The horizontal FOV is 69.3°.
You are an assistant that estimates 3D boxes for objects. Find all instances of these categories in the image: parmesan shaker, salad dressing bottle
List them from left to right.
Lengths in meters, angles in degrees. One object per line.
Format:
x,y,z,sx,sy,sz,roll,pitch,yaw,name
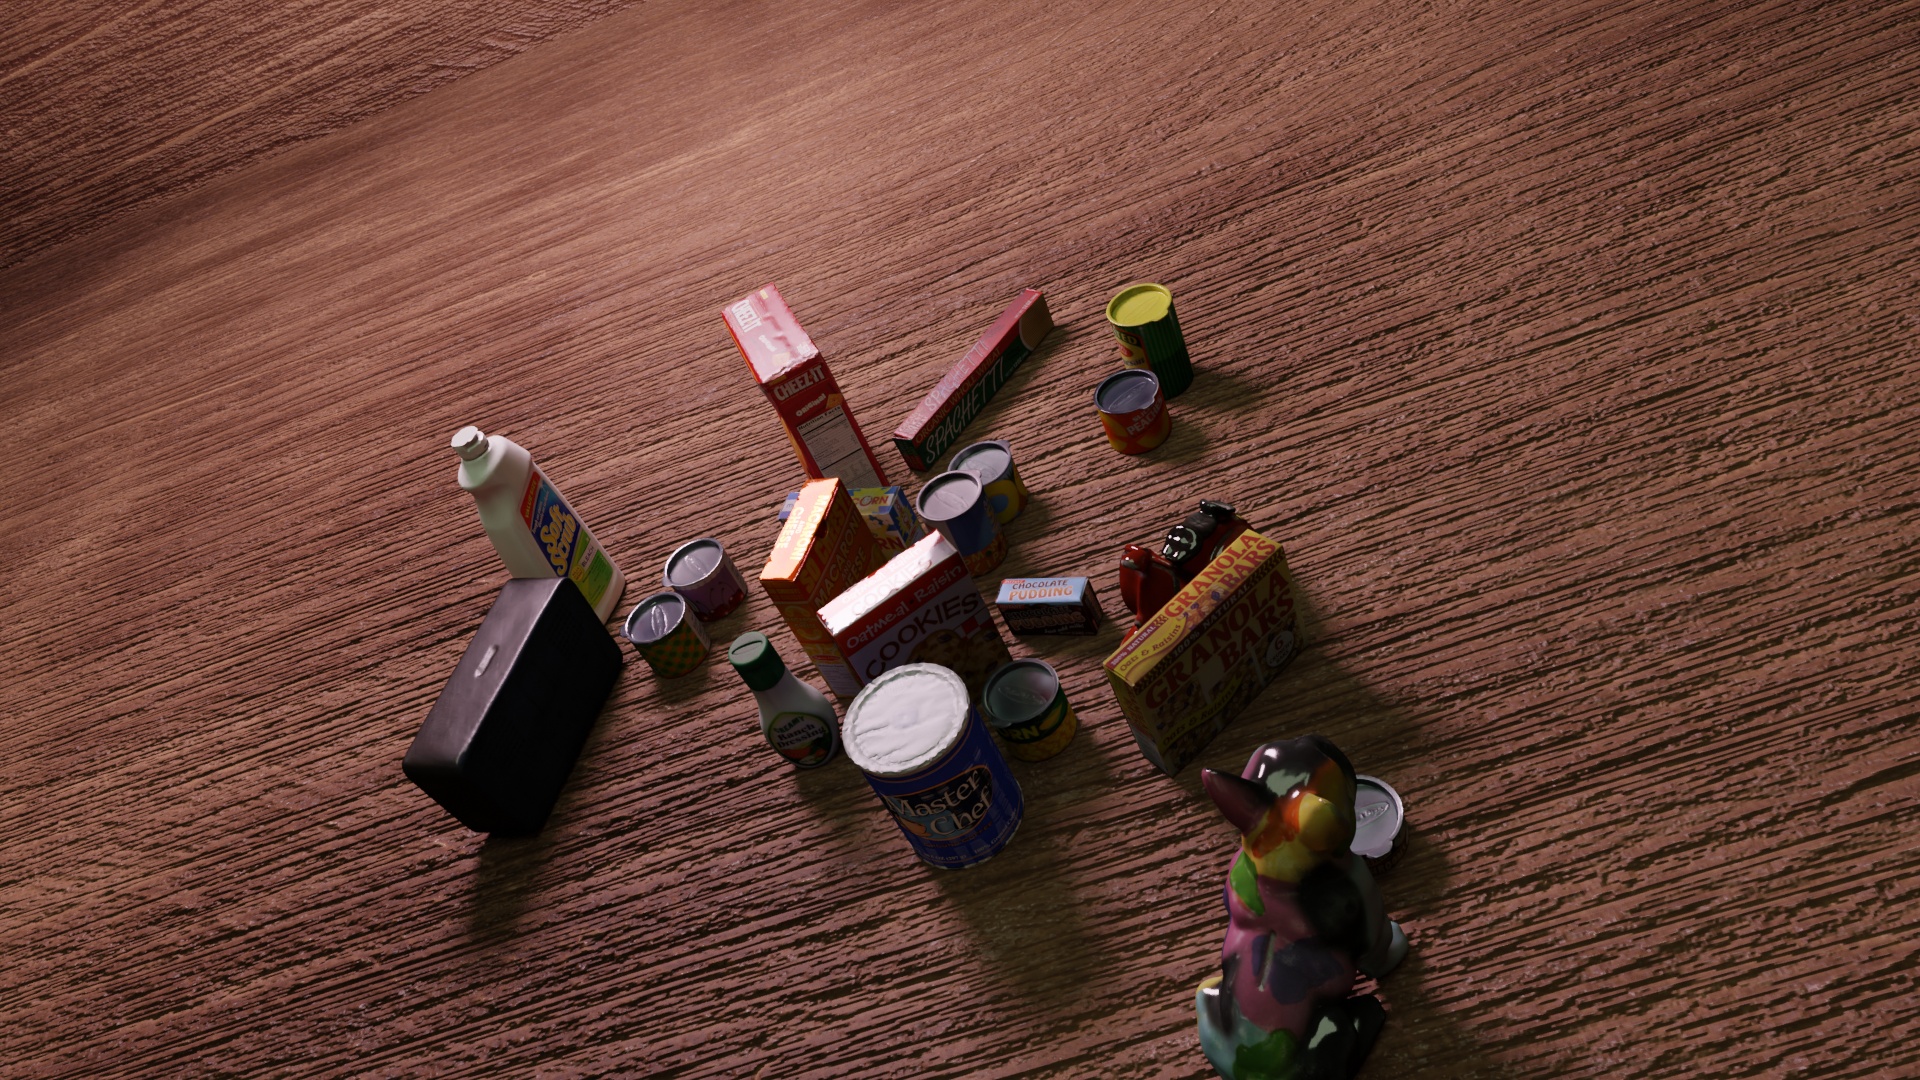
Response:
-0.153,0.138,1.197,0.064,0.147,0.044,-21,42,7,salad dressing bottle
0.194,-0.197,1.401,0.071,0.102,0.072,-14,43,14,parmesan shaker

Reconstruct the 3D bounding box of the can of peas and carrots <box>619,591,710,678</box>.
-0.292,0.095,1.377,0.071,0.058,0.071,-14,43,13,can of peas and carrots

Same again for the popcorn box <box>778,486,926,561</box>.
-0.105,-0.010,1.371,0.126,0.085,0.038,-2,47,25,popcorn box

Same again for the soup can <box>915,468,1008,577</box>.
0.005,-0.017,1.325,0.071,0.083,0.072,-14,43,14,soup can

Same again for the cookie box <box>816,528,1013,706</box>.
-0.033,0.087,1.174,0.123,0.166,0.040,-35,42,-10,cookie box

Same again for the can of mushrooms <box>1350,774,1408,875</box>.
0.286,0.206,0.994,0.071,0.033,0.071,-14,43,13,can of mushrooms

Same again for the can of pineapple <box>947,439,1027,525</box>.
0.029,-0.056,1.373,0.071,0.057,0.071,-14,43,13,can of pineapple

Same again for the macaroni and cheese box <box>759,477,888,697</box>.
-0.110,0.044,1.257,0.040,0.165,0.124,-2,47,25,macaroni and cheese box

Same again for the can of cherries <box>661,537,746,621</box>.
-0.262,0.041,1.417,0.071,0.058,0.072,-14,43,13,can of cherries

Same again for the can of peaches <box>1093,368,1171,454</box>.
0.172,-0.126,1.373,0.071,0.057,0.071,-14,43,13,can of peaches

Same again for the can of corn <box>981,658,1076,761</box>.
0.056,0.143,1.154,0.071,0.058,0.071,-14,43,13,can of corn

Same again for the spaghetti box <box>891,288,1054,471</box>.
0.017,-0.176,1.507,0.029,0.050,0.251,18,57,39,spaghetti box

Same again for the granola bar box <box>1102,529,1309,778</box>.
0.196,0.088,1.091,0.166,0.123,0.039,-41,43,-16,granola bar box

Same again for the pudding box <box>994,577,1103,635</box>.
0.079,0.058,1.236,0.083,0.049,0.030,-2,47,25,pudding box
